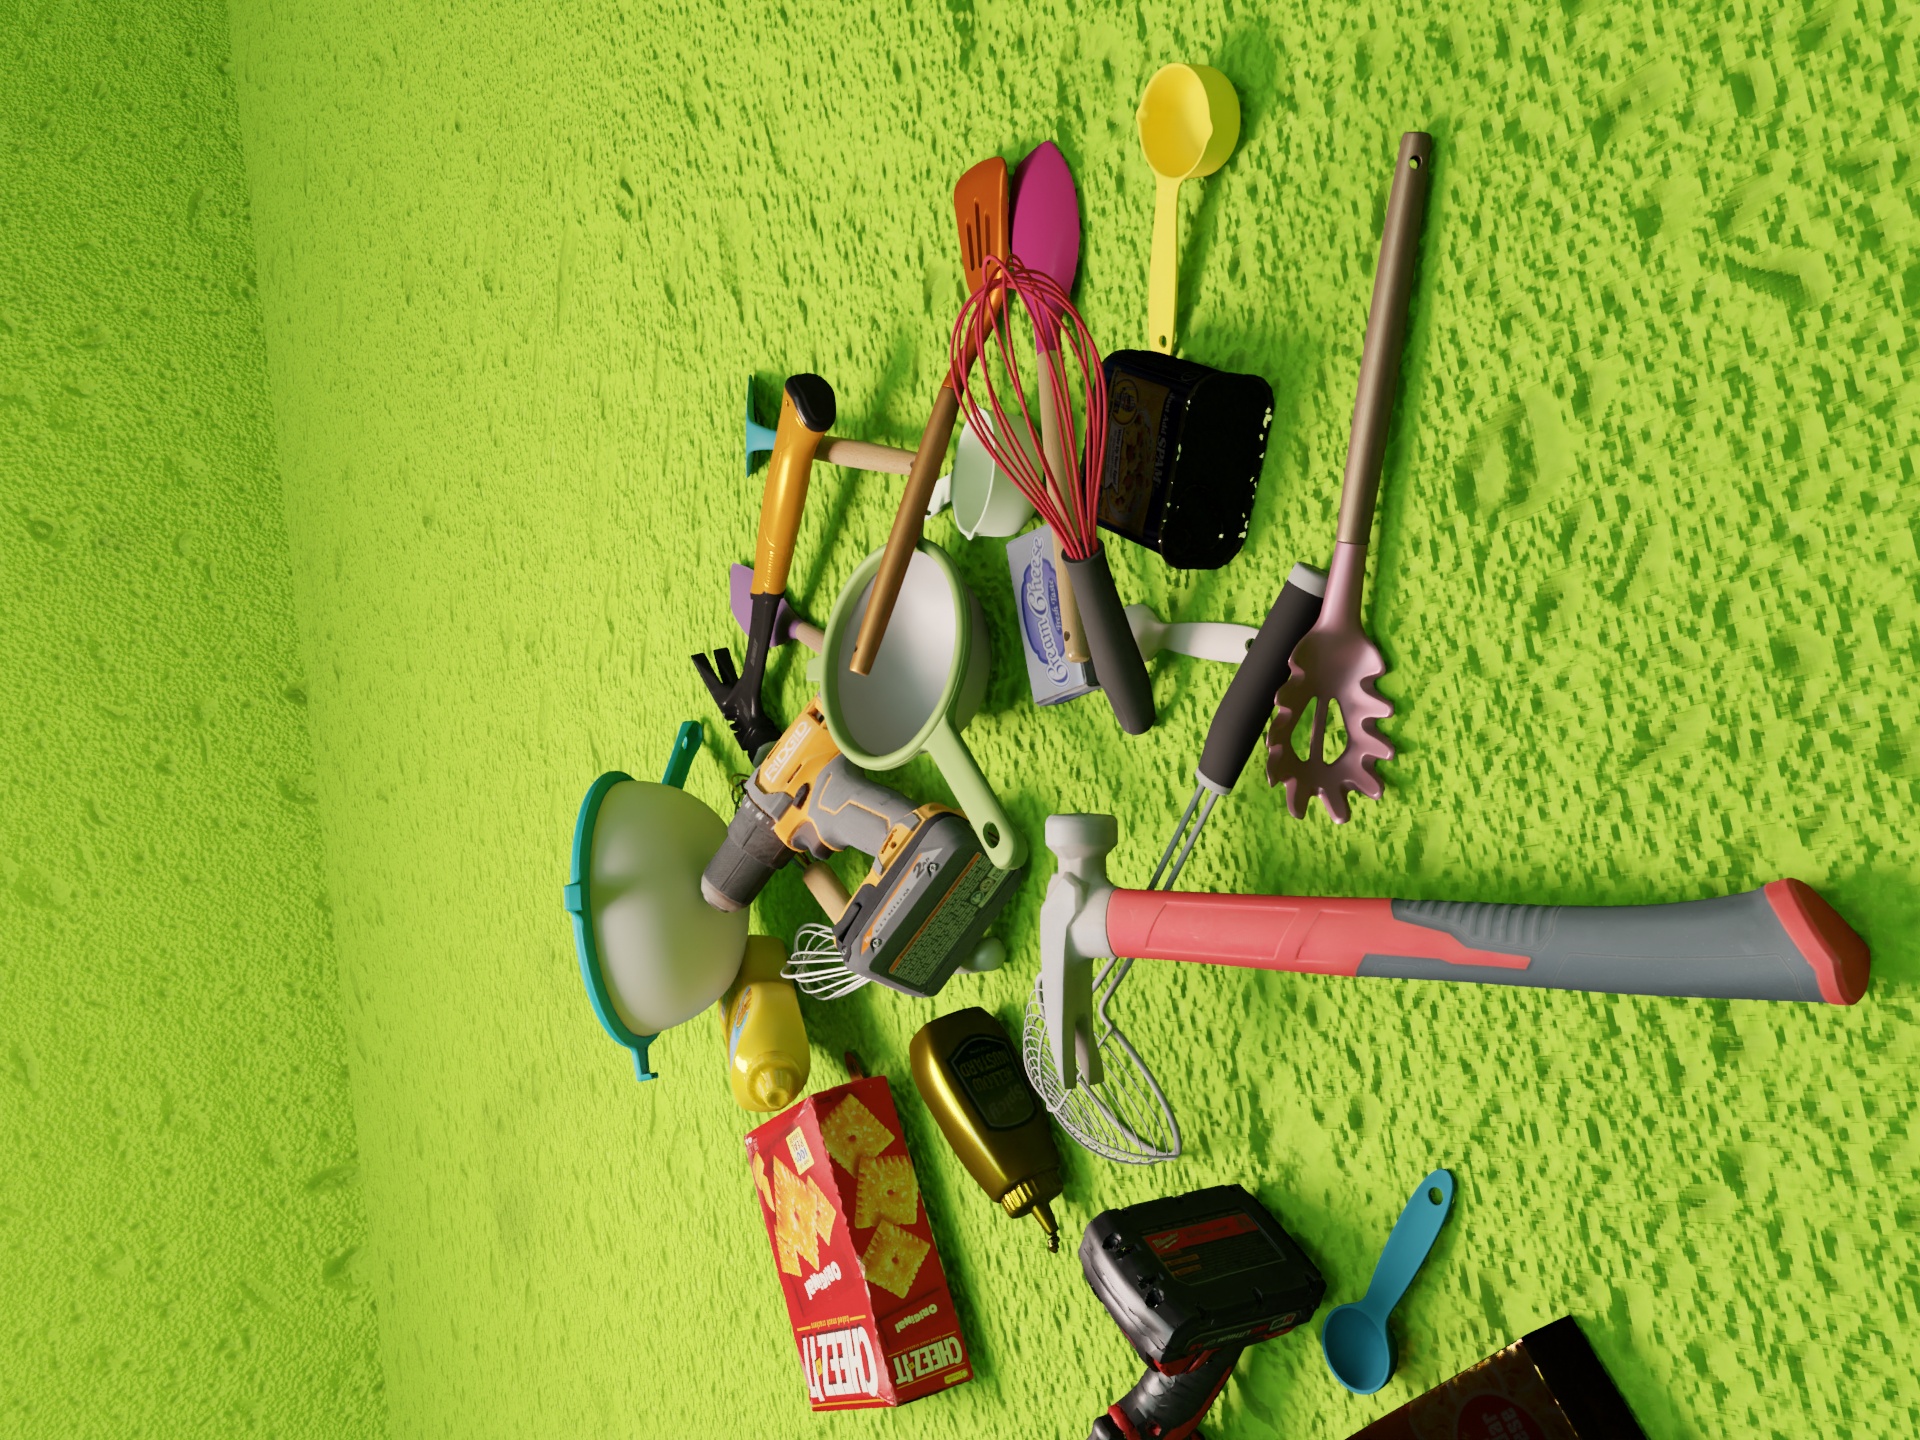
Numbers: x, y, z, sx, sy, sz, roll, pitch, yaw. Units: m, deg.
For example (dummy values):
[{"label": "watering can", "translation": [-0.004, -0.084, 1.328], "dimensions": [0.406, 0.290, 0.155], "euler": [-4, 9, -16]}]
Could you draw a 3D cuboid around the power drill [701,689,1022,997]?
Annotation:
[{"label": "power drill", "translation": [-0.081, 0.094, 1.073], "dimensions": [0.185, 0.084, 0.226], "euler": [-53, 44, 5]}]

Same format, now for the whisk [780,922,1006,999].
[{"label": "whisk", "translation": [-0.051, 0.167, 1.119], "dimensions": [0.246, 0.057, 0.059], "euler": [-14, 90, 51]}]

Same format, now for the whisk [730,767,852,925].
[{"label": "whisk", "translation": [-0.119, 0.102, 1.179], "dimensions": [0.245, 0.051, 0.047], "euler": [45, 170, 50]}]

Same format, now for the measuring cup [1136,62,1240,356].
[{"label": "measuring cup", "translation": [0.120, -0.265, 0.843], "dimensions": [0.062, 0.029, 0.156], "euler": [37, 135, 48]}]

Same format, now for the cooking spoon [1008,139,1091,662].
[{"label": "cooking spoon", "translation": [0.054, -0.188, 0.923], "dimensions": [0.069, 0.017, 0.319], "euler": [-23, 68, 55]}]

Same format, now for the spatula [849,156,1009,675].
[{"label": "spatula", "translation": [-0.021, -0.185, 0.988], "dimensions": [0.081, 0.041, 0.322], "euler": [18, 90, 67]}]

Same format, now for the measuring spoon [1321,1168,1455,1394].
[{"label": "measuring spoon", "translation": [0.215, 0.270, 0.770], "dimensions": [0.042, 0.021, 0.128], "euler": [40, 117, 47]}]

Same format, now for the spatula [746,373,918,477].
[{"label": "spatula", "translation": [-0.100, -0.201, 1.152], "dimensions": [0.318, 0.044, 0.082], "euler": [22, 112, 52]}]

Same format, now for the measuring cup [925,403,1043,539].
[{"label": "measuring cup", "translation": [0.011, -0.147, 1.008], "dimensions": [0.167, 0.038, 0.083], "euler": [169, 104, -73]}]

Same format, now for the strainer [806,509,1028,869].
[{"label": "strainer", "translation": [-0.002, -0.003, 0.994], "dimensions": [0.151, 0.069, 0.257], "euler": [-54, 46, 27]}]

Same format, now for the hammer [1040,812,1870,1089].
[{"label": "hammer", "translation": [0.186, 0.112, 0.705], "dimensions": [0.386, 0.038, 0.143], "euler": [-4, 86, 46]}]

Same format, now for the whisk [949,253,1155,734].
[{"label": "whisk", "translation": [0.058, -0.102, 0.813], "dimensions": [0.073, 0.073, 0.295], "euler": [38, 157, 48]}]

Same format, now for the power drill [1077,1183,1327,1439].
[{"label": "power drill", "translation": [0.095, 0.360, 0.843], "dimensions": [0.079, 0.143, 0.219], "euler": [45, 127, 47]}]

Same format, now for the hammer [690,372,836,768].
[{"label": "hammer", "translation": [-0.143, -0.118, 1.185], "dimensions": [0.127, 0.034, 0.336], "euler": [56, 145, 31]}]

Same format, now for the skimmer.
[{"label": "skimmer", "translation": [0.128, 0.084, 0.859], "dimensions": [0.127, 0.090, 0.363], "euler": [41, 116, 41]}]

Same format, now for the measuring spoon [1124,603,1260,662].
[{"label": "measuring spoon", "translation": [0.121, -0.044, 0.863], "dimensions": [0.124, 0.018, 0.034], "euler": [10, 102, 54]}]

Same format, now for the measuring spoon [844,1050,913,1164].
[{"label": "measuring spoon", "translation": [-0.060, 0.290, 1.182], "dimensions": [0.117, 0.011, 0.021], "euler": [55, 142, 42]}]

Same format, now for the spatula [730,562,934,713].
[{"label": "spatula", "translation": [-0.107, -0.058, 1.199], "dimensions": [0.316, 0.018, 0.059], "euler": [30, 122, 52]}]

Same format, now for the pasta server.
[{"label": "pasta server", "translation": [0.188, -0.109, 0.740], "dimensions": [0.040, 0.060, 0.316], "euler": [-79, -5, -78]}]

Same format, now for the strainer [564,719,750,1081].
[{"label": "strainer", "translation": [-0.209, 0.101, 1.256], "dimensions": [0.341, 0.095, 0.210], "euler": [-84, -14, -54]}]
